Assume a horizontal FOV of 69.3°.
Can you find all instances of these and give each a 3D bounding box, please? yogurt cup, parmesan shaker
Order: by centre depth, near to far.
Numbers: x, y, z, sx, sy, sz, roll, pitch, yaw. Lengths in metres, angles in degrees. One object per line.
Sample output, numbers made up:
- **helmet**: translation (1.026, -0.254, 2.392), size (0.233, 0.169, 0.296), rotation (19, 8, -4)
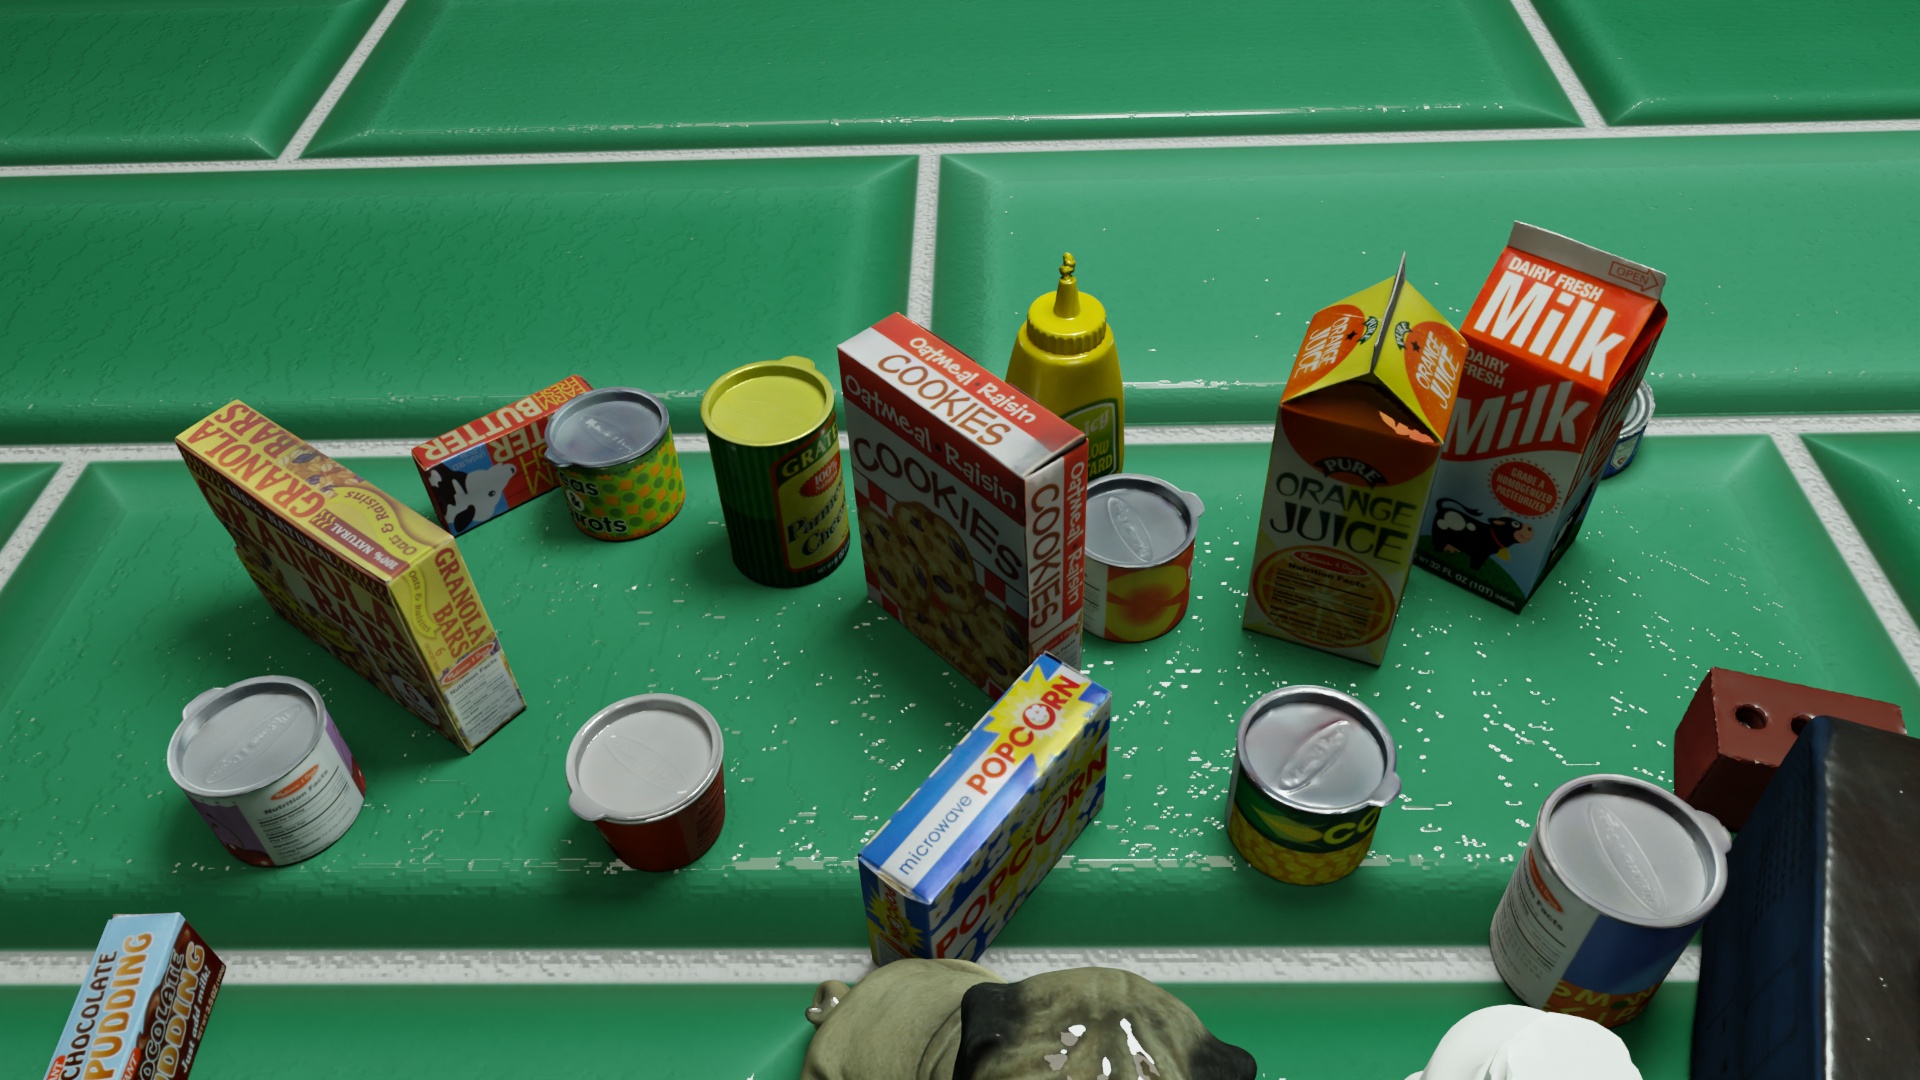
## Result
- **yogurt cup**: translation (-0.136, 0.110, 0.618), size (0.072, 0.053, 0.073), rotation (-1, 45, 2)
- **parmesan shaker**: translation (-0.092, -0.035, 0.725), size (0.071, 0.102, 0.072), rotation (-1, 45, 2)

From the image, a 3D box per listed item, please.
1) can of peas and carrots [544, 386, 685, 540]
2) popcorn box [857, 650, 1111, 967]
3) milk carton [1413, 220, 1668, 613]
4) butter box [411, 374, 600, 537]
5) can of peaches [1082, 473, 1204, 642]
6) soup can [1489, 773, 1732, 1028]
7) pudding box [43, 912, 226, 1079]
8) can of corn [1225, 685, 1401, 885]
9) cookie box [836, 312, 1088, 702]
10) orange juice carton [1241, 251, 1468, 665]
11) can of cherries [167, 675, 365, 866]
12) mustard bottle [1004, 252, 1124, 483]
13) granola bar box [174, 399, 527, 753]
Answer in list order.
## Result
- **can of peas and carrots**: translation (-0.191, -0.041, 0.767), size (0.071, 0.058, 0.071), rotation (-1, 45, 2)
- **popcorn box**: translation (0.013, 0.119, 0.579), size (0.038, 0.084, 0.127), rotation (27, 53, 27)
- **milk carton**: translation (0.277, -0.062, 0.673), size (0.072, 0.189, 0.074), rotation (30, 54, 28)
- **butter box**: translation (-0.250, -0.049, 0.782), size (0.104, 0.052, 0.024), rotation (-31, 51, -25)
- **can of peaches**: translation (0.087, 0.009, 0.704), size (0.071, 0.057, 0.071), rotation (-1, 45, 2)
- **soup can**: translation (0.254, 0.142, 0.545), size (0.071, 0.083, 0.072), rotation (-1, 45, 2)
- **pudding box**: translation (-0.325, 0.195, 0.547), size (0.030, 0.049, 0.084), rotation (-4, 45, -1)
- **can of corn**: translation (0.152, 0.108, 0.602), size (0.071, 0.058, 0.071), rotation (-1, 45, 2)
- **cookie box**: translation (0.002, -0.008, 0.649), size (0.040, 0.166, 0.123), rotation (-34, 53, -27)
- **orange juice carton**: translation (0.184, -0.036, 0.649), size (0.073, 0.191, 0.072), rotation (15, 48, 18)
- **can of cherries**: translation (-0.314, 0.103, 0.631), size (0.071, 0.058, 0.072), rotation (-1, 45, 2)
- **mustard bottle**: translation (0.053, -0.078, 0.720), size (0.065, 0.159, 0.049), rotation (-22, 48, -18)
- **granola bar box**: translation (-0.293, 0.018, 0.669), size (0.166, 0.123, 0.039), rotation (27, 52, 26)
